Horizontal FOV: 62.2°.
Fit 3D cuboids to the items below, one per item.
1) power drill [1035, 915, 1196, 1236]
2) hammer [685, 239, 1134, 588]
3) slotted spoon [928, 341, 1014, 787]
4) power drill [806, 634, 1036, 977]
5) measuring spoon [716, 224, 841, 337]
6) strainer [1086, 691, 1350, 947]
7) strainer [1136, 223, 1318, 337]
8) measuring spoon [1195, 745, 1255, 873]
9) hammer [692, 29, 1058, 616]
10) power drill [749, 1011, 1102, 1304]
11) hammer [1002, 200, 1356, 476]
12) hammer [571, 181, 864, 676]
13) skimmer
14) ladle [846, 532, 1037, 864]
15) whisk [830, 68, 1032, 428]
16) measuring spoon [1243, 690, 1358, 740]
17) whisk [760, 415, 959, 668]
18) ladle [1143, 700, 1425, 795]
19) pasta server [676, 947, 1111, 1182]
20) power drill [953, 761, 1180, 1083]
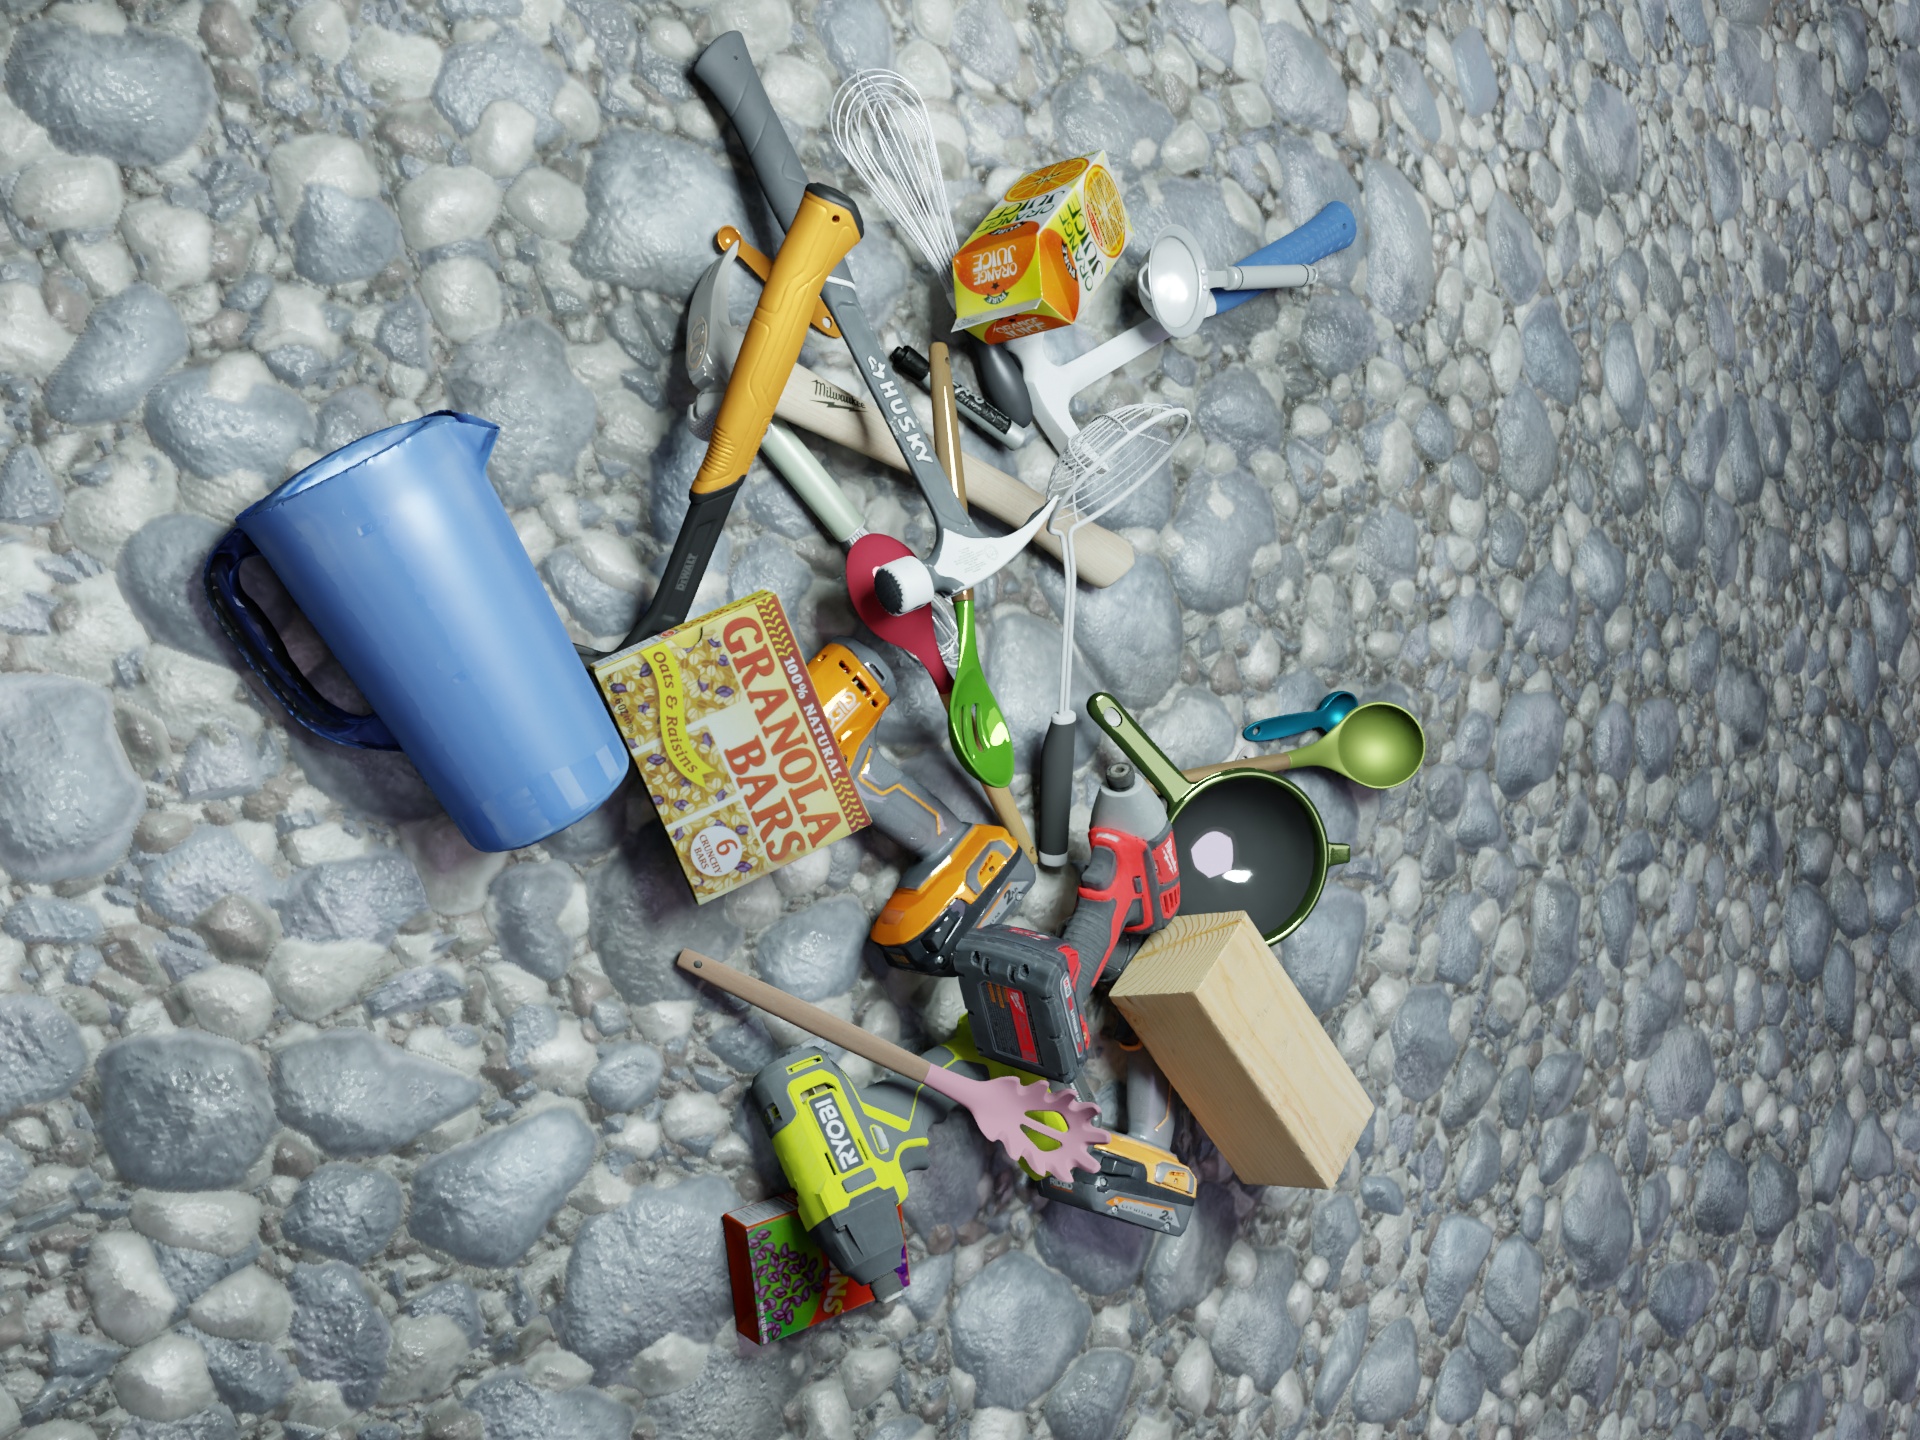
[{"bbox_3d":[0.128,0.272,1.253,0.185,0.084,0.226,28,70,-33],"label":"power drill"},{"bbox_3d":[-0.021,-0.197,1.157,0.410,0.038,0.146,21,56,-39],"label":"hammer"},{"bbox_3d":[0.000,-0.108,1.107,0.070,0.031,0.314,-2,85,-58],"label":"slotted spoon"},{"bbox_3d":[-0.066,0.075,1.113,0.164,0.084,0.226,-48,111,-25],"label":"power drill"},{"bbox_3d":[-0.126,-0.304,1.110,0.116,0.011,0.021,34,66,-35],"label":"measuring spoon"},{"bbox_3d":[0.182,0.072,1.282,0.151,0.069,0.256,-44,102,-6],"label":"strainer"},{"bbox_3d":[0.213,-0.357,1.290,0.258,0.050,0.087,-15,105,-40],"label":"strainer"},{"bbox_3d":[0.227,0.076,1.364,0.034,0.018,0.124,33,65,-19],"label":"measuring spoon"},{"bbox_3d":[-0.072,-0.276,1.064,0.149,0.036,0.409,-25,88,-31],"label":"hammer"},{"bbox_3d":[-0.018,0.291,1.117,0.223,0.080,0.171,-14,68,-36],"label":"power drill"},{"bbox_3d":[0.201,-0.341,1.327,0.405,0.035,0.144,-35,109,-30],"label":"hammer"},{"bbox_3d":[-0.149,-0.170,0.985,0.127,0.034,0.336,14,111,-34],"label":"hammer"},{"bbox_3d":[0.104,-0.053,1.169,0.127,0.090,0.363,-24,123,-52],"label":"skimmer"},{"bbox_3d":[-0.002,-0.004,1.148,0.069,0.031,0.315,-54,134,-33],"label":"ladle"},{"bbox_3d":[-0.011,-0.340,1.167,0.070,0.070,0.284,-42,119,-28],"label":"whisk"},{"bbox_3d":[0.298,-0.002,1.414,0.128,0.021,0.042,-10,115,-26],"label":"measuring spoon"},{"bbox_3d":[-0.072,-0.130,1.131,0.246,0.058,0.059,50,29,-22],"label":"whisk"},{"bbox_3d":[0.264,0.038,1.352,0.320,0.062,0.078,-9,93,-29],"label":"ladle"},{"bbox_3d":[-0.046,0.227,1.075,0.316,0.040,0.060,27,74,-6],"label":"pasta server"},{"bbox_3d":[0.088,0.137,1.138,0.220,0.079,0.143,-48,137,-41],"label":"power drill"}]
